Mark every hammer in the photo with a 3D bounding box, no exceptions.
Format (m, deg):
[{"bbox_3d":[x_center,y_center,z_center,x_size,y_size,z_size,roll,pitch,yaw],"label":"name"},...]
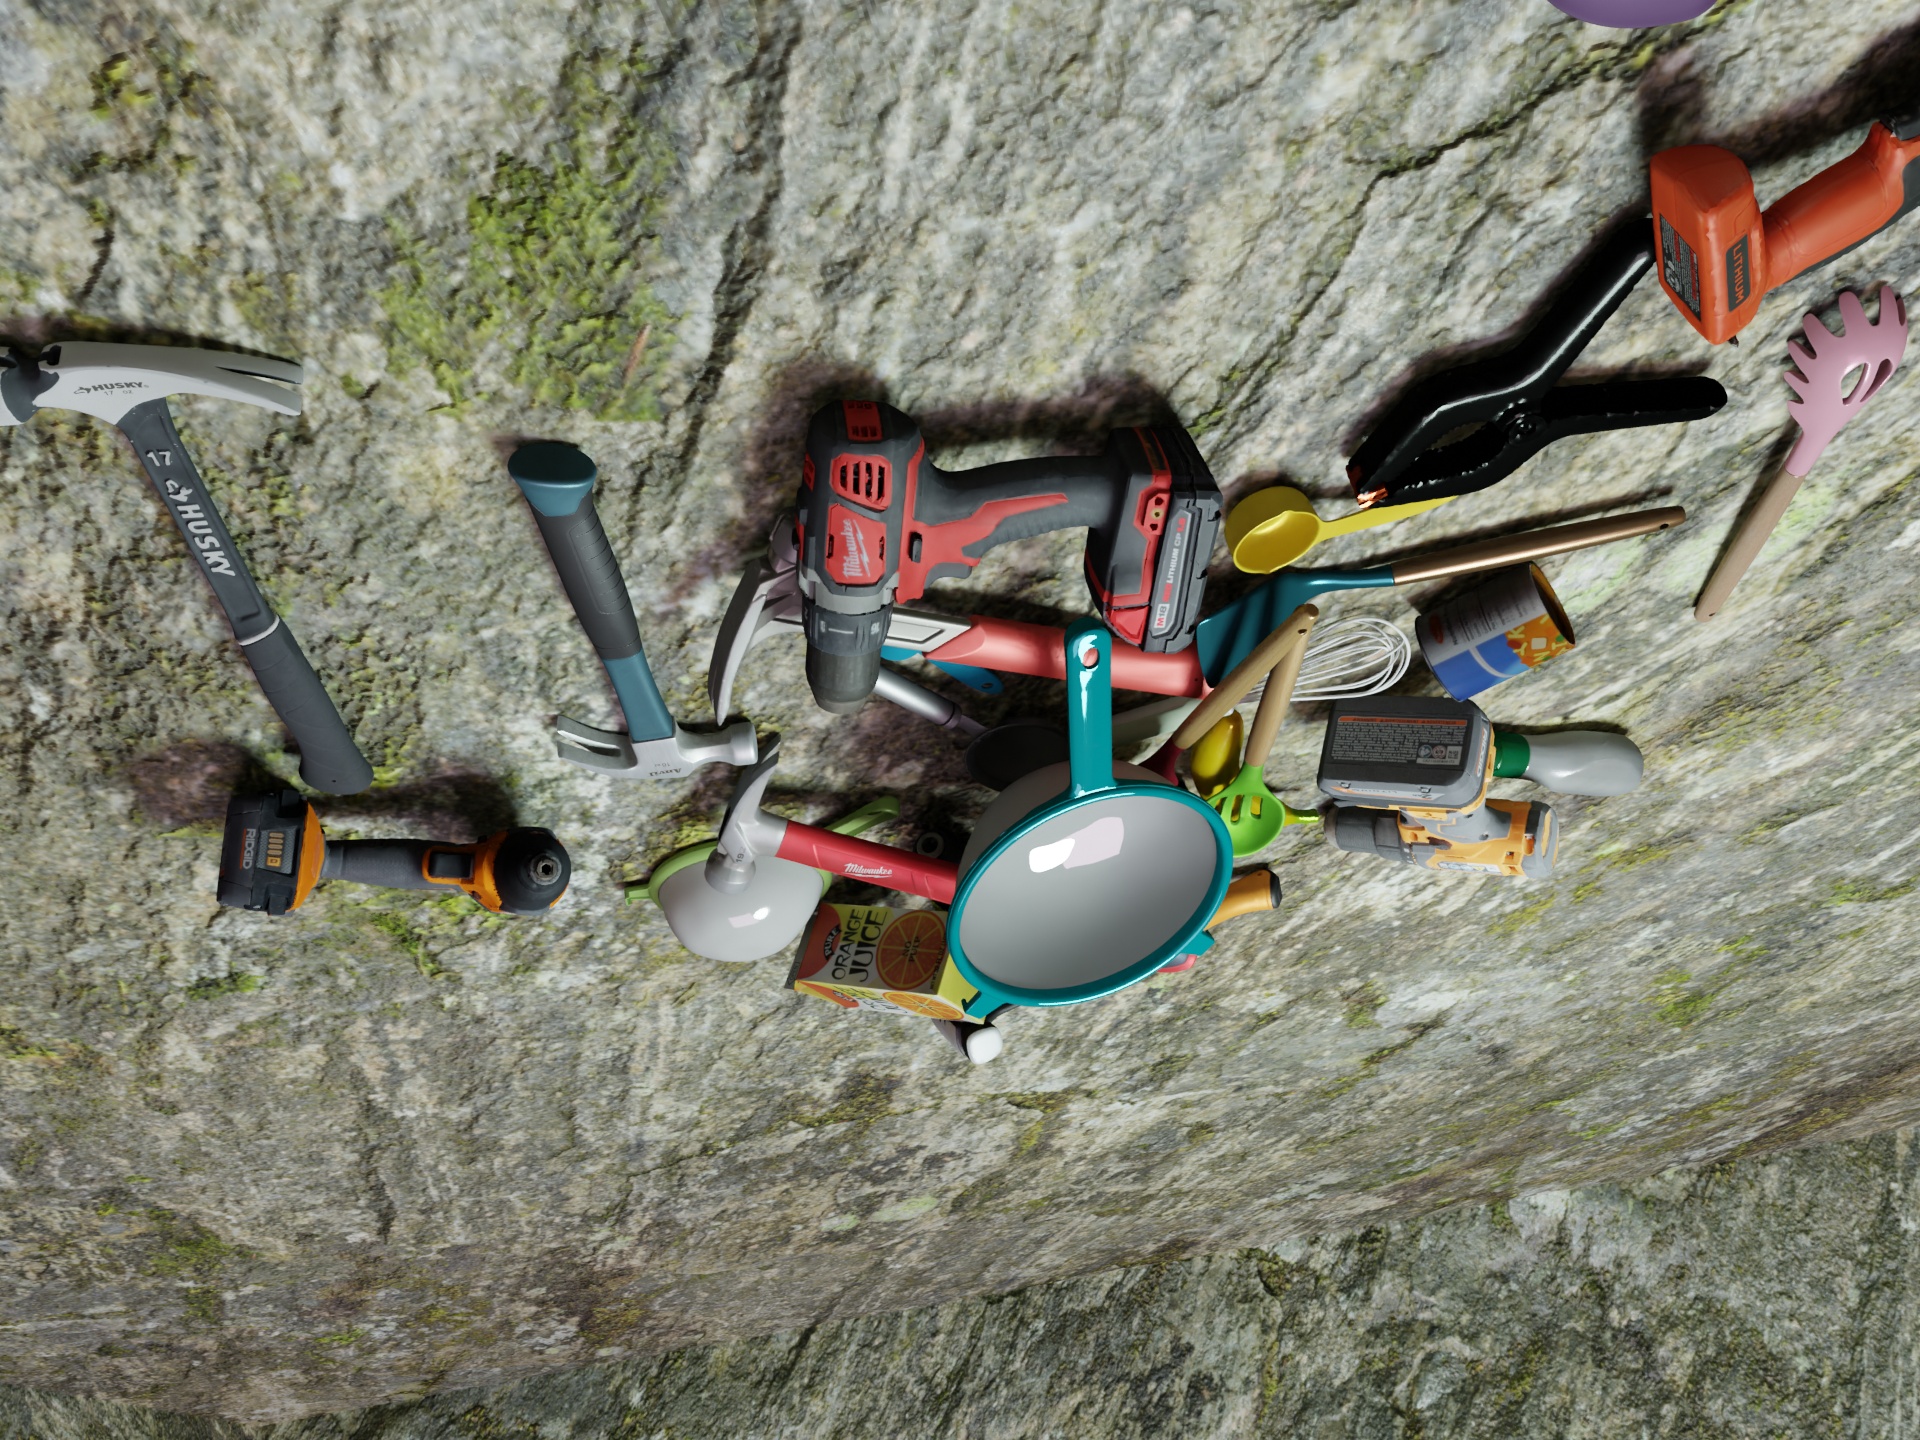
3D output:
[{"bbox_3d":[0.011,0.117,1.207,0.386,0.038,0.143,16,129,-14],"label":"hammer"},{"bbox_3d":[0.022,-0.042,1.026,0.358,0.037,0.149,8,128,-29],"label":"hammer"},{"bbox_3d":[-0.403,-0.066,0.909,0.149,0.036,0.408,-5,150,-7],"label":"hammer"},{"bbox_3d":[0.131,0.200,1.388,0.337,0.127,0.034,-20,111,-18],"label":"hammer"},{"bbox_3d":[-0.211,-0.053,0.977,0.128,0.033,0.330,-8,149,-2],"label":"hammer"}]

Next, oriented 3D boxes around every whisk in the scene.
[{"bbox_3d":[0.196,-0.019,1.130,0.246,0.058,0.059,-17,114,20],"label":"whisk"}]

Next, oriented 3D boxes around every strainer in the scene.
[{"bbox_3d":[-0.140,0.137,1.273,0.256,0.069,0.151,-29,143,34],"label":"strainer"},{"bbox_3d":[-0.002,-0.004,1.102,0.087,0.050,0.258,-31,139,34],"label":"strainer"},{"bbox_3d":[0.075,0.051,1.088,0.211,0.095,0.340,-14,131,-11],"label":"strainer"}]

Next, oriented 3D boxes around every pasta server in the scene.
[{"bbox_3d":[0.516,-0.151,1.004,0.060,0.040,0.316,-10,153,2],"label":"pasta server"}]

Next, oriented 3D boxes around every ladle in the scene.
[{"bbox_3d":[0.164,0.001,1.090,0.069,0.031,0.315,3,153,-18],"label":"ladle"}]

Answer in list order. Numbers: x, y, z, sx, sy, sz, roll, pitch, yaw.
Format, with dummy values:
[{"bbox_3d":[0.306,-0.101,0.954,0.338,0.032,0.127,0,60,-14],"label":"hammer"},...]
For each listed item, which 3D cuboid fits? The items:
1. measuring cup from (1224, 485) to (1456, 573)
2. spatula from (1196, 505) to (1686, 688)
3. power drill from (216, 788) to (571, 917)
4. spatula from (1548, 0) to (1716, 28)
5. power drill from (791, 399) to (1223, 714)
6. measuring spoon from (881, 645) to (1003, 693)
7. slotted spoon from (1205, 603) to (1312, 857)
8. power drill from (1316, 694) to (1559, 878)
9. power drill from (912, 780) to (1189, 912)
[{"bbox_3d":[0.234,-0.131,0.975,0.156,0.029,0.062,-16,150,-10],"label":"measuring cup"},{"bbox_3d":[0.308,-0.090,1.029,0.317,0.044,0.082,-12,146,8],"label":"spatula"},{"bbox_3d":[-0.384,0.098,1.097,0.226,0.084,0.164,7,171,-26],"label":"power drill"},{"bbox_3d":[0.187,-0.327,0.635,0.315,0.018,0.059,4,148,-21],"label":"spatula"},{"bbox_3d":[0.018,-0.085,0.896,0.226,0.080,0.187,0,127,-10],"label":"power drill"},{"bbox_3d":[-0.012,-0.036,1.062,0.042,0.021,0.128,-29,142,30],"label":"measuring spoon"},{"bbox_3d":[0.213,0.013,1.117,0.070,0.031,0.313,0,149,0],"label":"slotted spoon"},{"bbox_3d":[0.347,0.058,1.235,0.185,0.084,0.226,2,157,35],"label":"power drill"},{"bbox_3d":[0.083,0.120,1.297,0.228,0.080,0.190,-14,149,14],"label":"power drill"}]
